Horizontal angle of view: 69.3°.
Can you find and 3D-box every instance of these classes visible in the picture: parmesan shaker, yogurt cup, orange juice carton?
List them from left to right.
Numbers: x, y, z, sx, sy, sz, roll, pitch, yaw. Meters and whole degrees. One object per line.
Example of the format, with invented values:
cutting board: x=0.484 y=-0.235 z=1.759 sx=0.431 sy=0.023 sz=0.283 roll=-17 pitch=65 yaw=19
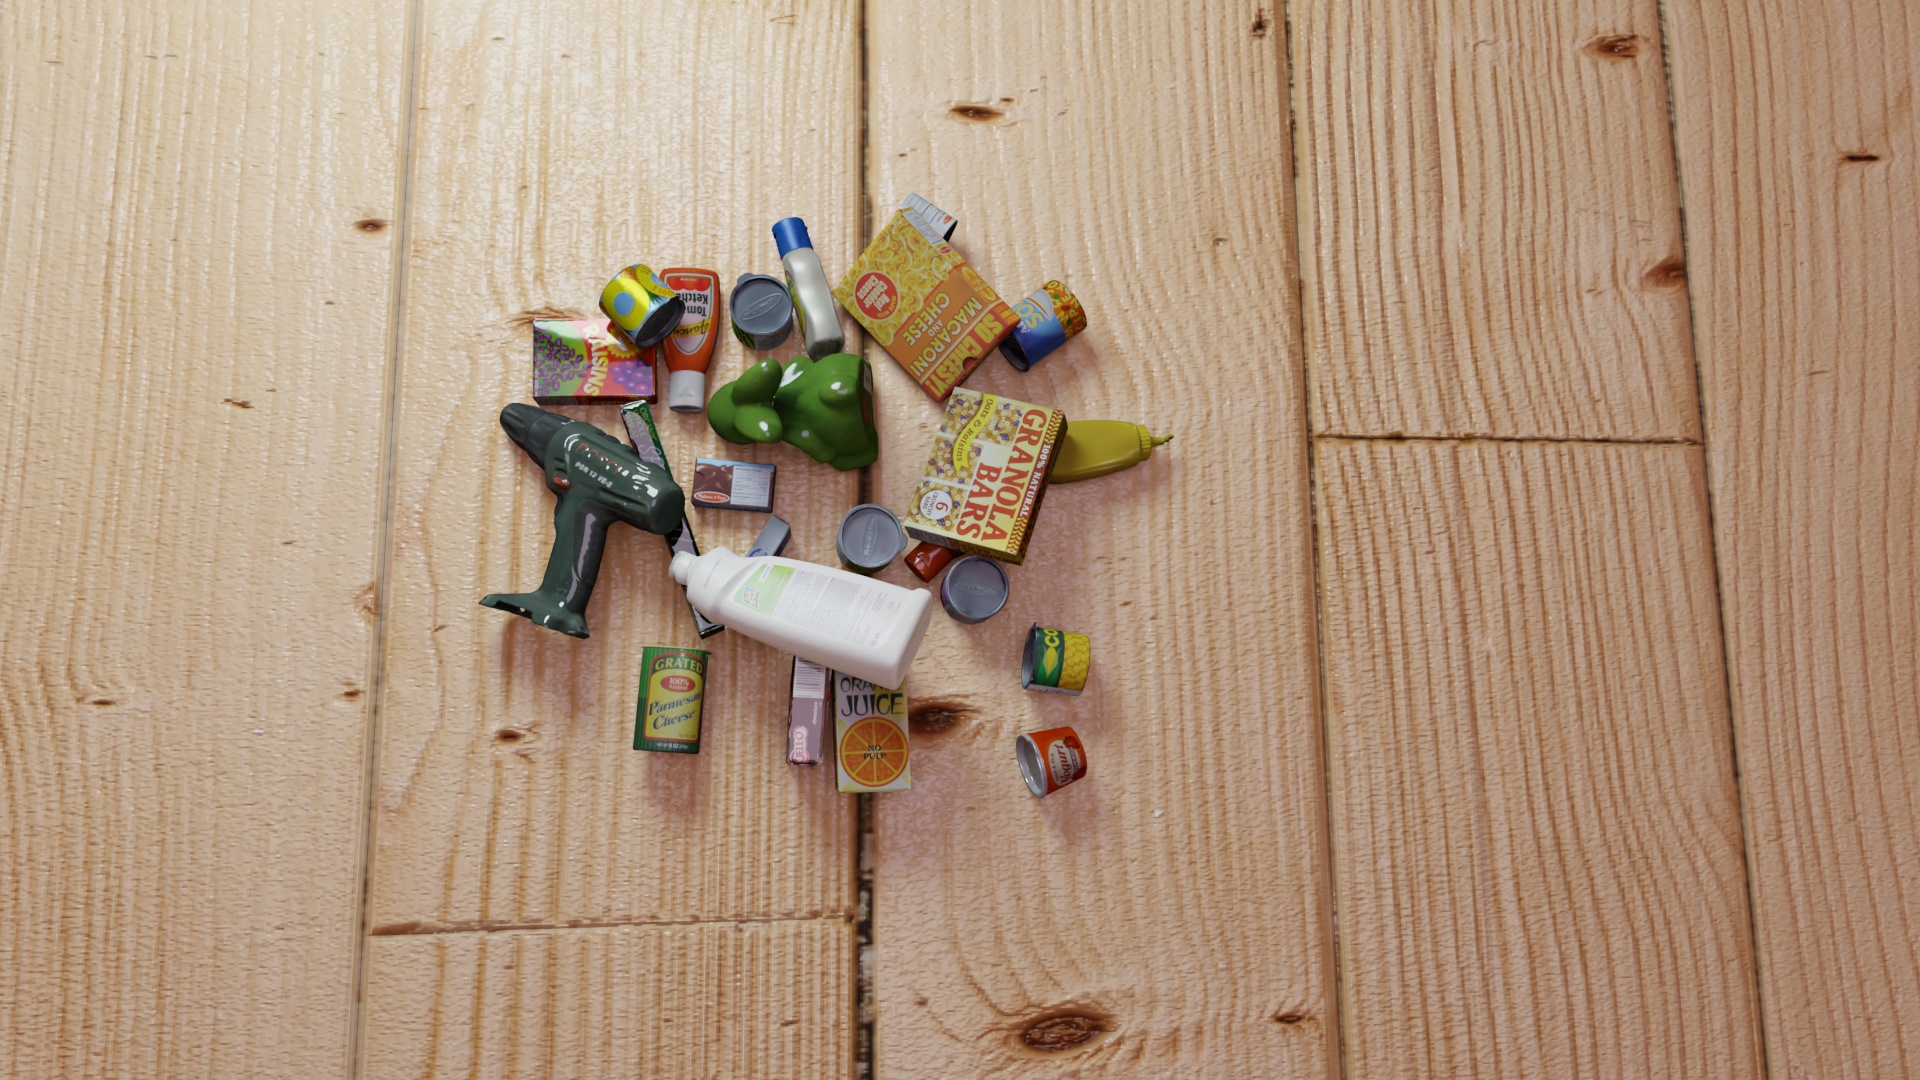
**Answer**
parmesan shaker: x=-0.285 y=0.159 z=1.380 sx=0.071 sy=0.071 sz=0.103 roll=4 pitch=81 yaw=-7
orange juice carton: x=-0.093 y=0.156 z=1.403 sx=0.073 sy=0.071 sz=0.193 roll=-2 pitch=81 yaw=-9
yogurt cup: x=0.094 y=0.224 z=1.422 sx=0.054 sy=0.072 sz=0.072 roll=-15 pitch=83 yaw=-18

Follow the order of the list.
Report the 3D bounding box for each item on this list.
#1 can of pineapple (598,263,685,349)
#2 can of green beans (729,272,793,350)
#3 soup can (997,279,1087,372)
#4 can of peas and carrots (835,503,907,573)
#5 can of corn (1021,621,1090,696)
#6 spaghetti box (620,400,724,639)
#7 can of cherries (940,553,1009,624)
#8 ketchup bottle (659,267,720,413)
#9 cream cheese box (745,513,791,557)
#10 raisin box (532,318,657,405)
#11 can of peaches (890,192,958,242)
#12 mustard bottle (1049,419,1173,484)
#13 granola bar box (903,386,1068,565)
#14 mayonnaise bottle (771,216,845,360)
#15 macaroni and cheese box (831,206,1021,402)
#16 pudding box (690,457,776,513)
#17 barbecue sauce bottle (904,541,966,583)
can of pineapple: x=-0.320 y=-0.238 z=1.401 sx=0.058 sy=0.071 sz=0.071 roll=44 pitch=78 yaw=9
can of green beans: x=-0.209 y=-0.239 z=1.460 sx=0.071 sy=0.057 sz=0.071 roll=1 pitch=81 yaw=-7
soup can: x=0.083 y=-0.233 z=1.493 sx=0.084 sy=0.071 sz=0.071 roll=-37 pitch=87 yaw=-12
can of peas and carrots: x=-0.093 y=-0.001 z=1.436 sx=0.071 sy=0.058 sz=0.071 roll=1 pitch=81 yaw=-8
can of corn: x=0.099 y=0.123 z=1.436 sx=0.058 sy=0.071 sz=0.071 roll=9 pitch=80 yaw=-7
spaghetti box: x=-0.294 y=-0.022 z=1.416 sx=0.029 sy=0.050 sz=0.250 roll=-19 pitch=84 yaw=-12
can of cherries: x=0.015 y=0.050 z=1.442 sx=0.071 sy=0.058 sz=0.071 roll=1 pitch=80 yaw=-7
ketchup bottle: x=-0.285 y=-0.209 z=1.452 sx=0.065 sy=0.043 sz=0.149 roll=1 pitch=81 yaw=-11
cream cheese box: x=-0.208 y=0.026 z=1.418 sx=0.024 sy=0.053 sz=0.104 roll=31 pitch=78 yaw=2
raisin box: x=-0.377 y=-0.185 z=1.437 sx=0.123 sy=0.040 sz=0.086 roll=-1 pitch=80 yaw=-9
can of peaches: x=-0.045 y=-0.330 z=1.495 sx=0.058 sy=0.071 sz=0.071 roll=33 pitch=78 yaw=-2
mustard bottle: x=0.152 y=-0.099 z=1.490 sx=0.160 sy=0.048 sz=0.065 roll=-6 pitch=78 yaw=-9
granola bar box: x=0.028 y=-0.067 z=1.430 sx=0.124 sy=0.039 sz=0.166 roll=14 pitch=70 yaw=15
mayonnaise bottle: x=-0.162 y=-0.269 z=1.471 sx=0.041 sy=0.064 sz=0.148 roll=-16 pitch=79 yaw=-15
macaroni and cheese box: x=-0.038 y=-0.246 z=1.459 sx=0.166 sy=0.040 sz=0.123 roll=46 pitch=121 yaw=1
pudding box: x=-0.235 y=-0.057 z=1.440 sx=0.084 sy=0.030 sz=0.050 roll=5 pitch=81 yaw=-7
barbecue sauce bottle: x=0.005 y=-0.018 z=1.459 sx=0.065 sy=0.043 sz=0.149 roll=44 pitch=78 yaw=9
